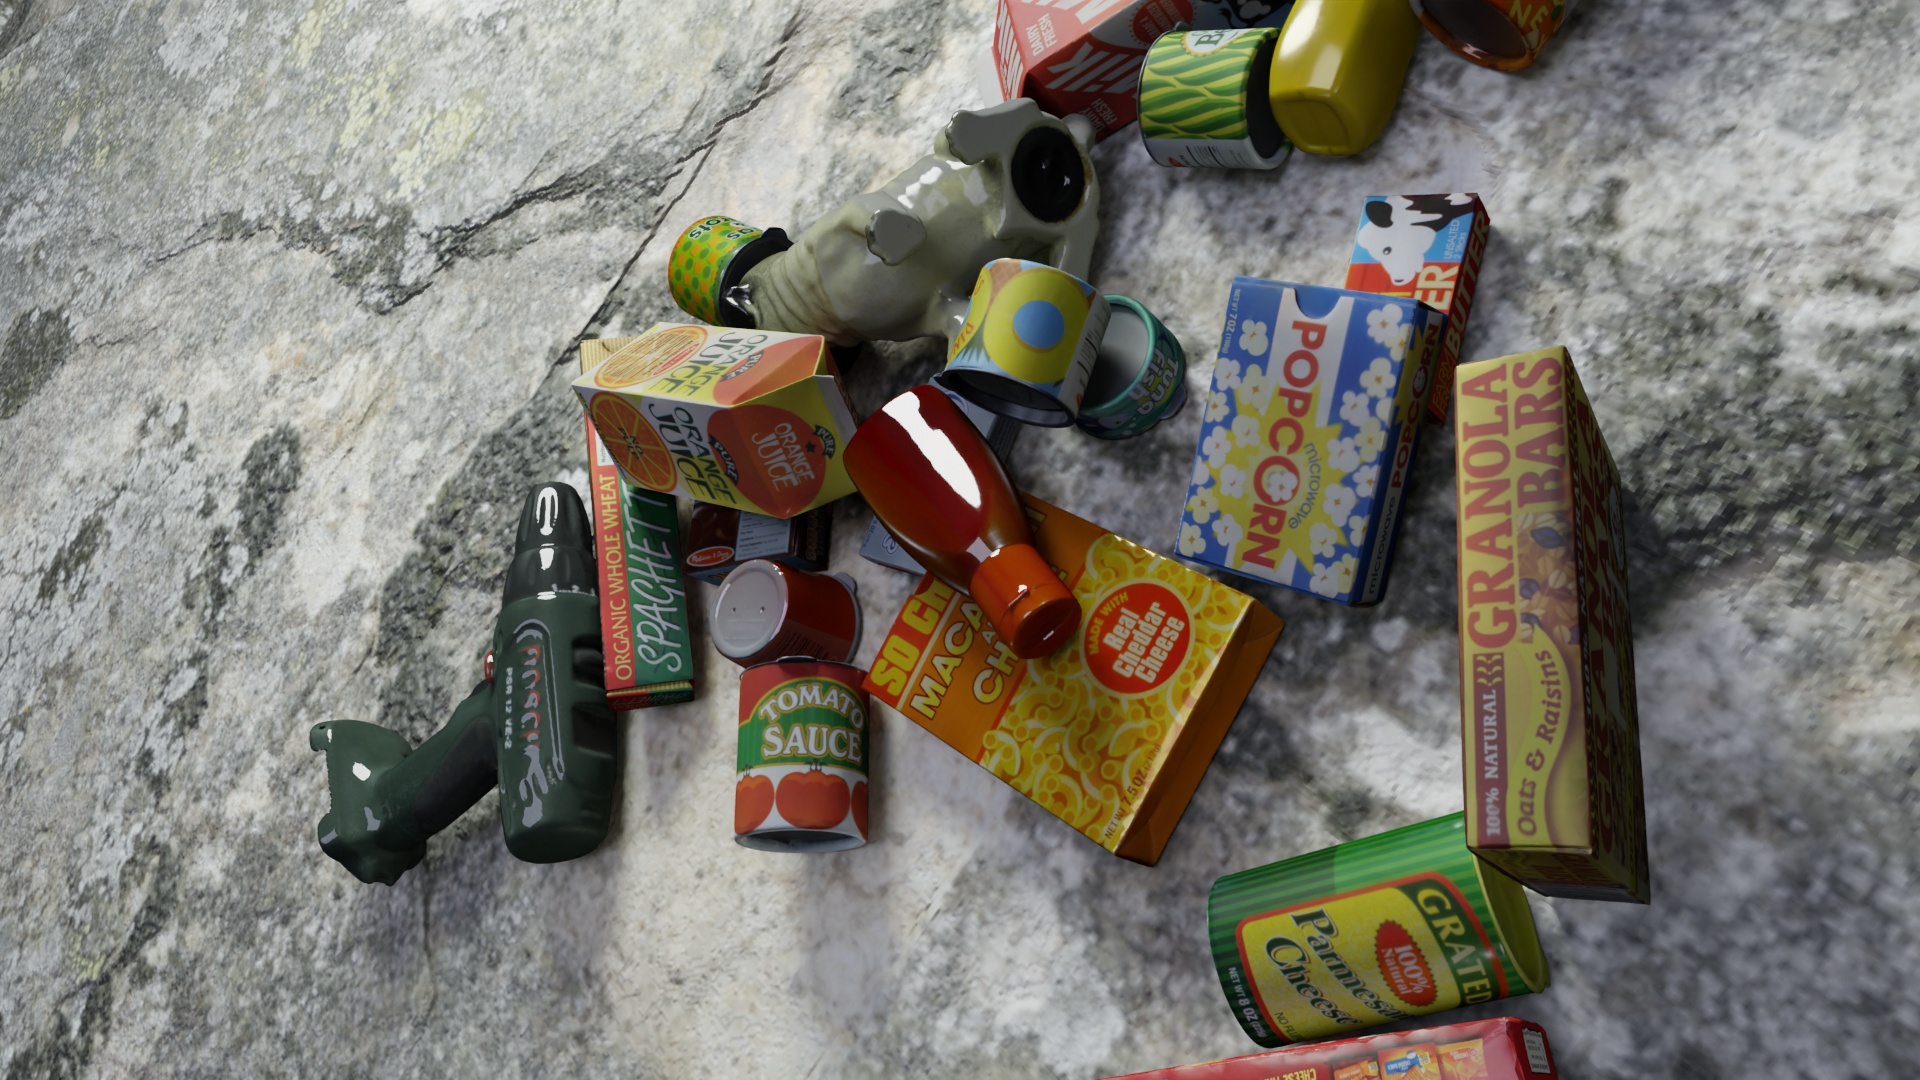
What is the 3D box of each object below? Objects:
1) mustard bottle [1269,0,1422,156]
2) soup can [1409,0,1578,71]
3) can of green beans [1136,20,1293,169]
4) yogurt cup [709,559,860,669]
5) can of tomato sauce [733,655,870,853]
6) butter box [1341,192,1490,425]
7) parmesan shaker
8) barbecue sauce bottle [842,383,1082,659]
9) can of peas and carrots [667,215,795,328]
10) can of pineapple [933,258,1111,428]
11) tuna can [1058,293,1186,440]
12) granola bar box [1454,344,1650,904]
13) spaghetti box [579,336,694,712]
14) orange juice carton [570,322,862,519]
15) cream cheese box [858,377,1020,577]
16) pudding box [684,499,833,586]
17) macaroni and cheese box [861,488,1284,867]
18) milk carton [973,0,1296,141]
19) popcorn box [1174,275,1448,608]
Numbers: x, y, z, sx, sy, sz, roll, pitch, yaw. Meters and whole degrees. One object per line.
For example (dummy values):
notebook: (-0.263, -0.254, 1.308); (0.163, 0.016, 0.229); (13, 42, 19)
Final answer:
mustard bottle: (0.194, -0.262, 0.660); (0.049, 0.065, 0.160); (12, 72, 37)
soup can: (0.253, -0.261, 0.616); (0.071, 0.071, 0.083); (39, 96, 39)
can of green beans: (0.128, -0.216, 0.681); (0.058, 0.071, 0.071); (13, 79, 37)
yogurt cup: (-0.095, 0.043, 0.733); (0.072, 0.054, 0.072); (-14, 64, 31)
can of tomato sauce: (-0.077, 0.107, 0.684); (0.071, 0.071, 0.083); (-15, 64, 30)
butter box: (0.195, -0.102, 0.613); (0.053, 0.024, 0.103); (7, 75, 37)
parmesan shaker: (0.152, 0.146, 0.512); (0.103, 0.071, 0.071); (-24, 59, 25)
barbecue sauce bottle: (0.002, -0.008, 0.642); (0.065, 0.043, 0.149); (-40, 51, 4)
can of peas and carrots: (-0.134, -0.160, 0.837); (0.059, 0.071, 0.071); (28, 88, 40)
can of pineapple: (0.030, -0.092, 0.651); (0.071, 0.071, 0.058); (12, 78, 38)
tuna can: (0.075, -0.085, 0.683); (0.071, 0.033, 0.071); (-14, 63, 30)
granola bar box: (0.206, 0.034, 0.484); (0.039, 0.124, 0.166); (-7, 67, 31)
spaghetti box: (-0.194, -0.016, 0.828); (0.050, 0.028, 0.251); (-6, 60, -12)
orange juice carton: (-0.119, -0.067, 0.755); (0.193, 0.071, 0.073); (12, 45, 42)
cream cheese box: (-0.009, -0.031, 0.725); (0.053, 0.024, 0.104); (16, 80, 37)
pudding box: (-0.114, -0.005, 0.782); (0.083, 0.030, 0.050); (-9, 67, 32)
macaroni and cheese box: (0.046, 0.053, 0.641); (0.167, 0.040, 0.124); (27, 87, 39)
milk carton: (0.091, -0.279, 0.729); (0.190, 0.073, 0.072); (-25, 58, 25)
popcorn box: (0.147, -0.043, 0.590); (0.085, 0.038, 0.126); (17, 101, 39)
